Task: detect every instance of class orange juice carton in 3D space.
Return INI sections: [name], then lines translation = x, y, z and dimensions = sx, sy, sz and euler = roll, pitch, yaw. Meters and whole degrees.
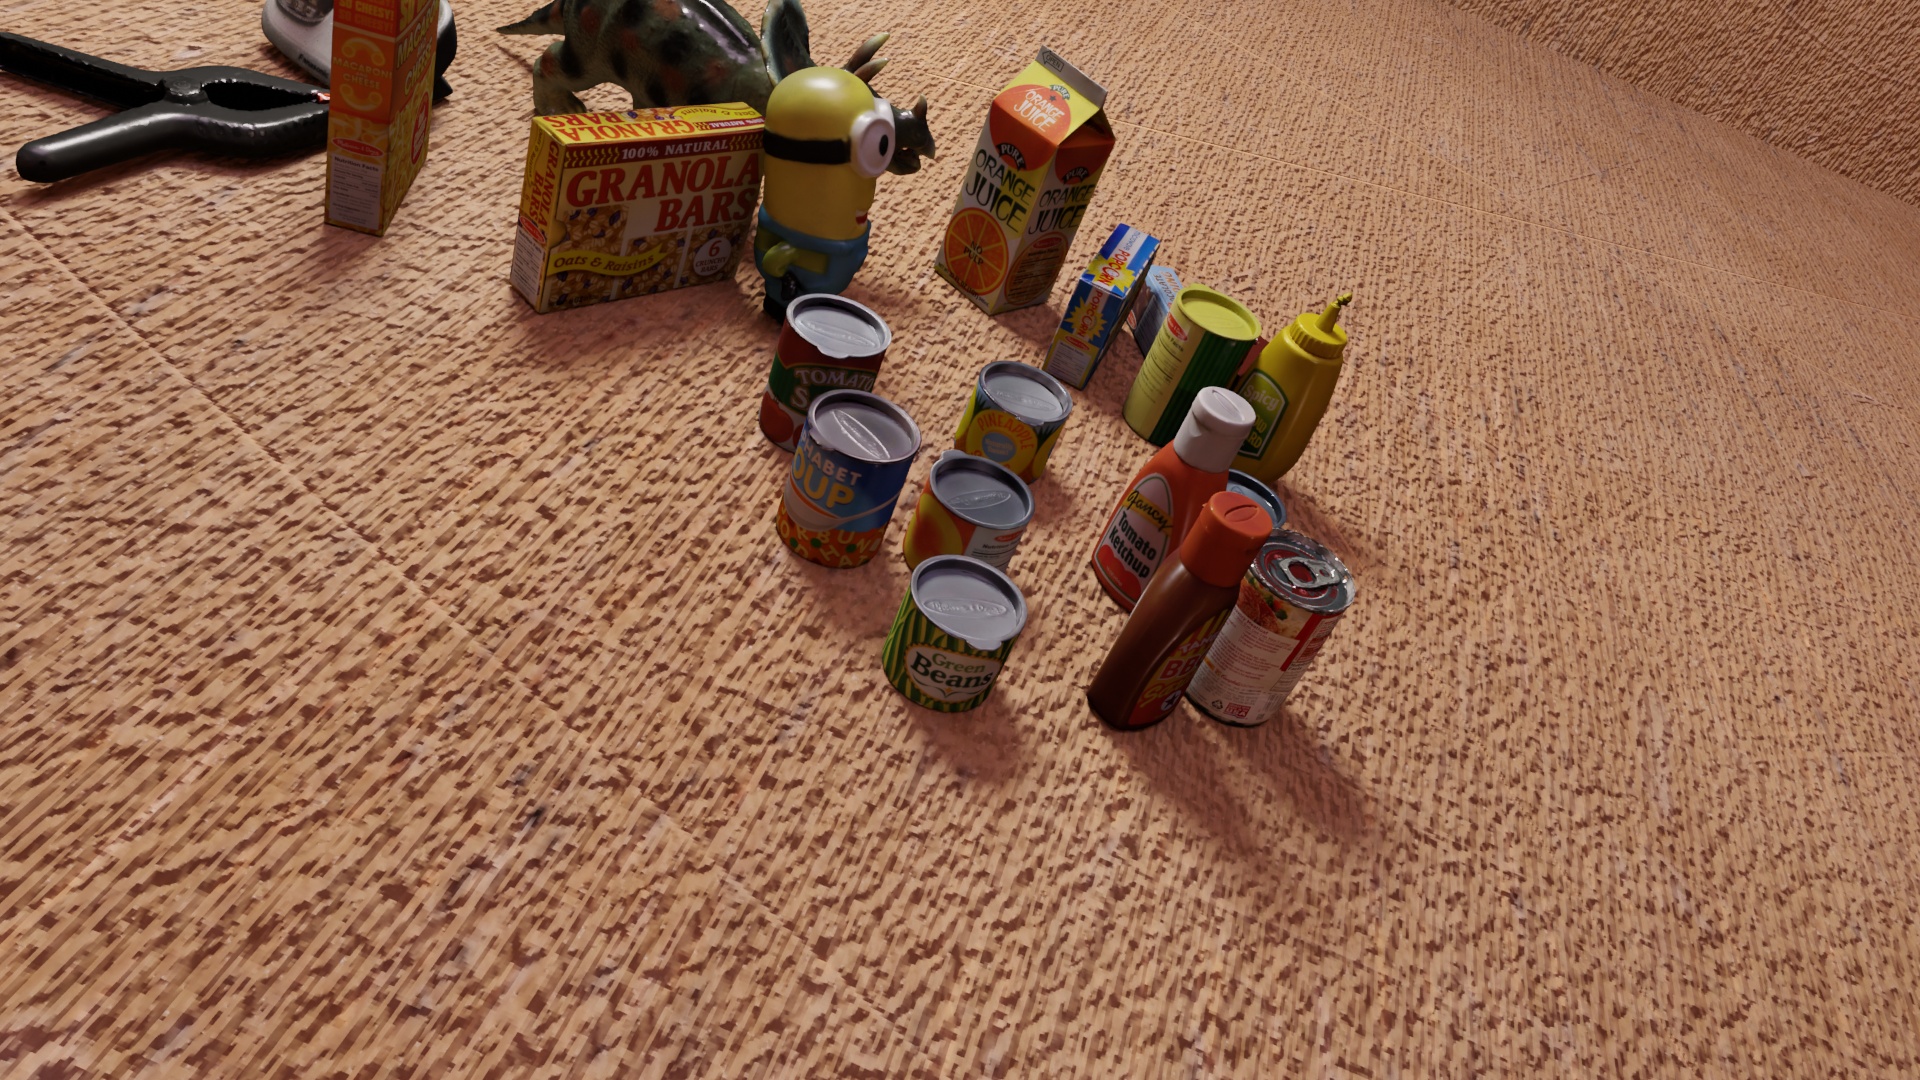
[orange juice carton]
translation = 0.054, -0.276, 1.073
dimensions = 0.073, 0.191, 0.072
euler = -21, 55, -43

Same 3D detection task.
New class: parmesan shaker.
[parmesan shaker]
translation = 0.168, -0.127, 1.025
dimensions = 0.071, 0.102, 0.072
euler = 14, 38, -12

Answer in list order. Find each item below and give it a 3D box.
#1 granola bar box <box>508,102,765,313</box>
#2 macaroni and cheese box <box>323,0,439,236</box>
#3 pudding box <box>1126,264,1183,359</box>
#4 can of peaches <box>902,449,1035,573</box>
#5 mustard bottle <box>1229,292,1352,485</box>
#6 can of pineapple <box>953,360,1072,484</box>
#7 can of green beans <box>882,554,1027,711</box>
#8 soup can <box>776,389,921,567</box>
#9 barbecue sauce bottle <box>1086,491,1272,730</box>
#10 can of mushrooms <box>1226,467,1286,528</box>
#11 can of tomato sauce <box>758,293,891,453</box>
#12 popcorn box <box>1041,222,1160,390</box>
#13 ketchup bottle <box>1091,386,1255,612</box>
[granola bar box]
translation = -0.211, -0.224, 0.928
dimensions = 0.166, 0.123, 0.039
euler = -22, 56, -43
[macaroni and cheese box]
translation = -0.373, -0.302, 0.904
dimensions = 0.040, 0.165, 0.124
euler = 12, 38, -14
[pudding box]
translation = 0.164, -0.183, 1.134
dimensions = 0.030, 0.049, 0.084
euler = 7, 40, -21
[can of peaches]
translation = 0.003, -0.010, 0.835
dimensions = 0.071, 0.057, 0.071
euler = 14, 38, -11
[mustard bottle]
translation = 0.235, -0.112, 0.994
dimensions = 0.049, 0.159, 0.065
euler = -12, 49, -37
[can of pineapple]
translation = 0.034, -0.078, 0.932
dimensions = 0.071, 0.057, 0.071
euler = 14, 38, -11
[can of green beans]
translation = -0.004, 0.051, 0.757
dimensions = 0.071, 0.057, 0.071
euler = 14, 38, -11
[soup can]
translation = -0.069, -0.035, 0.806
dimensions = 0.071, 0.083, 0.072
euler = 14, 38, -11
[barbecue sauce bottle]
translation = 0.122, 0.039, 0.762
dimensions = 0.065, 0.147, 0.044
euler = -17, 53, -41
[can of mushrooms]
translation = 0.186, -0.019, 0.959
dimensions = 0.071, 0.033, 0.071
euler = 14, 38, -11
[can of tomato sauce]
translation = -0.087, -0.102, 0.878
dimensions = 0.071, 0.082, 0.071
euler = 14, 38, -11
[popcorn box]
translation = 0.110, -0.184, 1.078
dimensions = 0.038, 0.084, 0.127
euler = 27, 37, 5
[ketchup bottle]
translation = 0.131, -0.025, 0.844
dimensions = 0.044, 0.148, 0.065
euler = -9, 48, -36
